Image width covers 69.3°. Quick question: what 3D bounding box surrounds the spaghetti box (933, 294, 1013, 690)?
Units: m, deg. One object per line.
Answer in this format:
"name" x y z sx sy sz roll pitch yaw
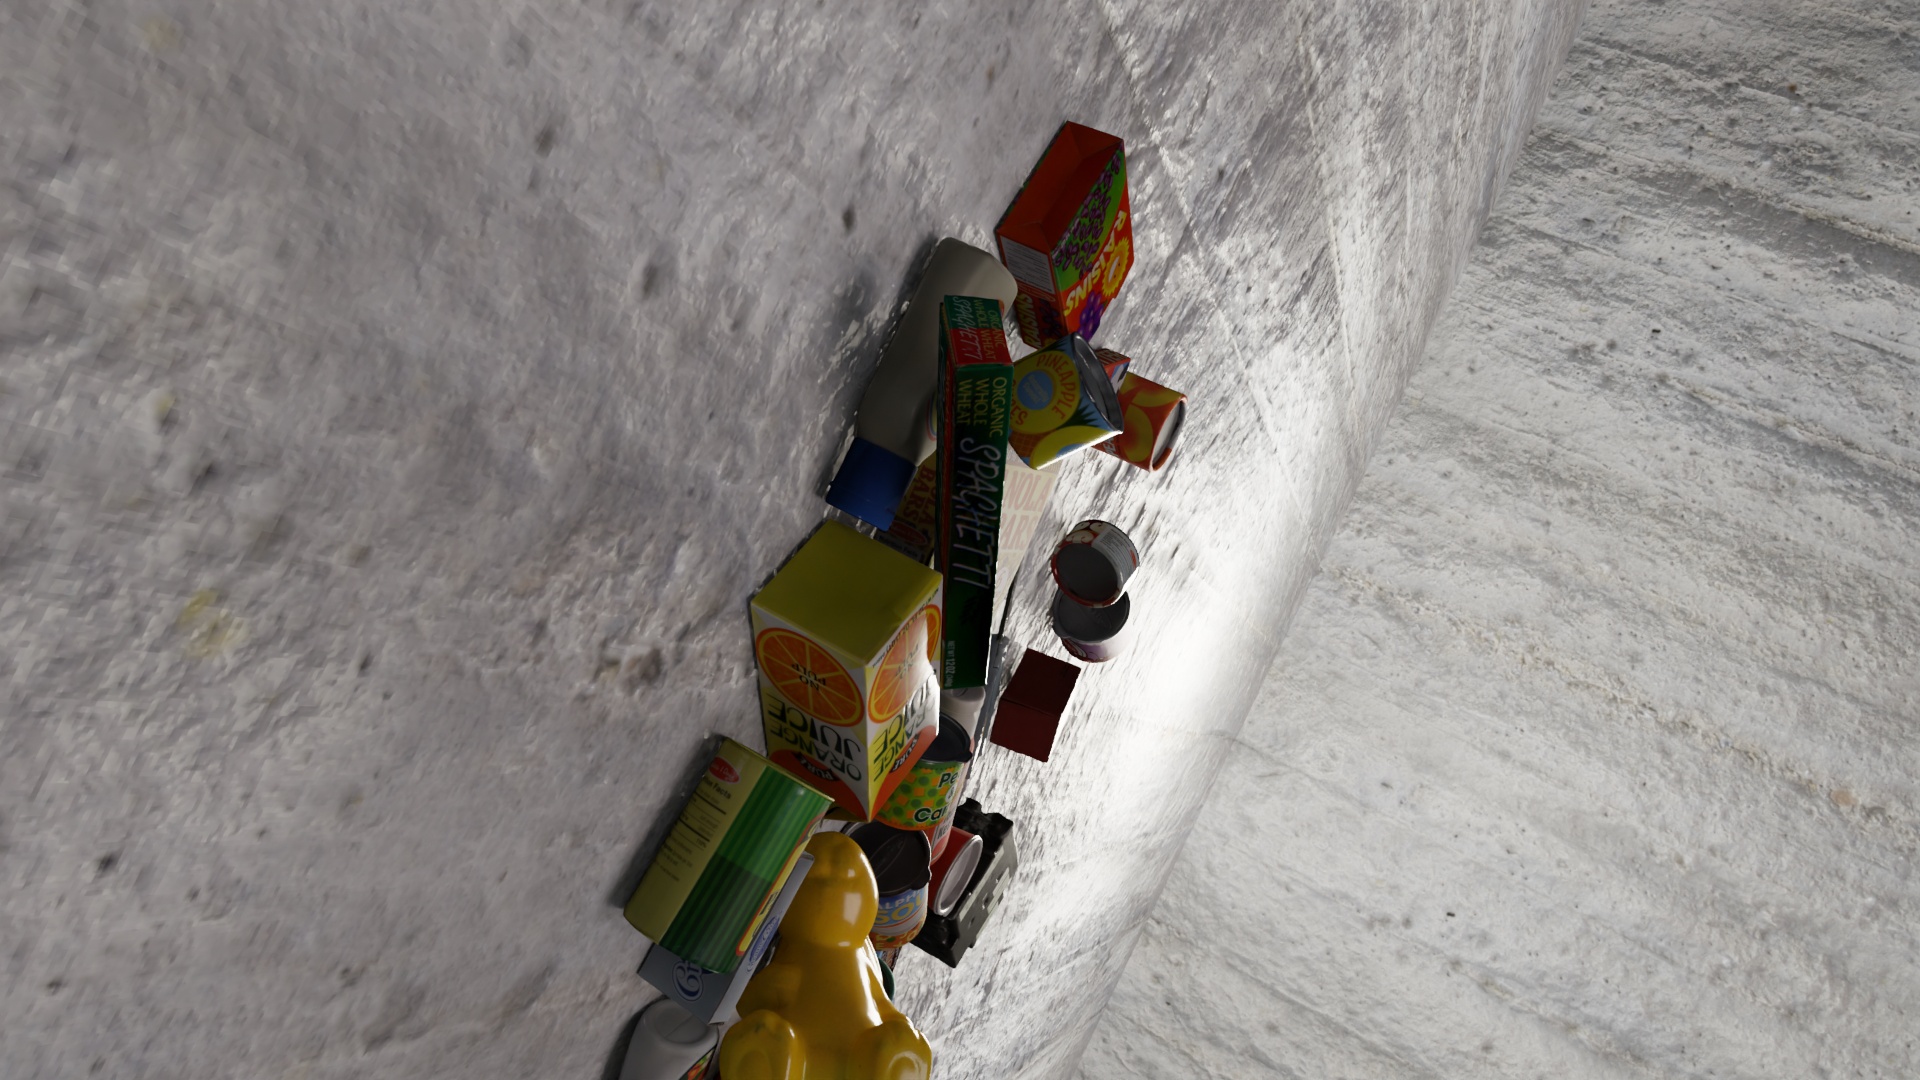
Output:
"spaghetti box" 0.003 -0.014 0.714 0.248 0.029 0.050 93 -10 -48

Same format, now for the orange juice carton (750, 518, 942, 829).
"orange juice carton" -0.060 0.086 0.769 0.072 0.073 0.191 -50 156 -35

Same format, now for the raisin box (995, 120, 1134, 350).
"raisin box" 0.066 -0.173 0.822 0.086 0.040 0.123 -59 160 -16

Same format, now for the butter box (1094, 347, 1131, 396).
"butter box" 0.085 -0.103 0.976 0.104 0.024 0.053 -25 137 -60

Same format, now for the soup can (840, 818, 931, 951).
"soup can" -0.053 0.243 0.978 0.072 0.071 0.083 -49 155 -36

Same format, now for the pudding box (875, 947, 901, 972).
"pudding box" -0.072 0.334 1.102 0.050 0.030 0.083 -19 131 -62

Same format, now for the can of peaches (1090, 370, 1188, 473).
"can of peaches" 0.134 -0.091 1.065 0.071 0.058 0.071 -52 157 -32

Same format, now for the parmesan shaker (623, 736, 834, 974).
"parmesan shaker" -0.121 0.163 0.724 0.103 0.071 0.071 -60 160 -10

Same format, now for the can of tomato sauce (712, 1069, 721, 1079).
"can of tomato sauce" -0.128 0.366 0.950 0.083 0.071 0.070 -53 158 -29

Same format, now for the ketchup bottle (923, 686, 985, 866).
"ketchup bottle" -0.017 0.167 1.019 0.065 0.043 0.148 -49 157 -61

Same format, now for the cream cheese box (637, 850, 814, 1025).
"cream cheese box" -0.130 0.209 0.771 0.104 0.053 0.024 -62 158 -7

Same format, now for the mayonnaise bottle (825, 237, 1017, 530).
"mayonnaise bottle" -0.021 -0.078 0.715 0.148 0.041 0.064 -64 162 -2

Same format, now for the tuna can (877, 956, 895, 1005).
"tuna can" -0.080 0.339 1.035 0.071 0.071 0.032 -44 152 -43

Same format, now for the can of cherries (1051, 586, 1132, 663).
"can of cherries" 0.112 0.067 1.195 0.071 0.071 0.058 -58 160 -16

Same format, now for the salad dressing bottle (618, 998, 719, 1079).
"salad dressing bottle" -0.183 0.340 0.812 0.064 0.044 0.147 -24 137 -65

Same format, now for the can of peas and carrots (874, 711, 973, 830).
"can of peas and carrots" -0.030 0.152 0.927 0.071 0.071 0.058 -28 140 -59

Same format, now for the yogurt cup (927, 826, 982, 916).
"yogurt cup" -0.022 0.252 1.093 0.073 0.054 0.072 -51 156 -33

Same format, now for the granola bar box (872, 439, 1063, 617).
"granola bar box" 0.003 -0.011 0.860 0.124 0.039 0.166 -67 160 7

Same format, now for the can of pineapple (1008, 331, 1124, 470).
"can of pineapple" 0.056 -0.082 0.822 0.058 0.071 0.071 -25 170 19

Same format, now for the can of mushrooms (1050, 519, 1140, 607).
"can of mushrooms" 0.107 0.020 1.123 0.034 0.071 0.070 -44 152 -45
